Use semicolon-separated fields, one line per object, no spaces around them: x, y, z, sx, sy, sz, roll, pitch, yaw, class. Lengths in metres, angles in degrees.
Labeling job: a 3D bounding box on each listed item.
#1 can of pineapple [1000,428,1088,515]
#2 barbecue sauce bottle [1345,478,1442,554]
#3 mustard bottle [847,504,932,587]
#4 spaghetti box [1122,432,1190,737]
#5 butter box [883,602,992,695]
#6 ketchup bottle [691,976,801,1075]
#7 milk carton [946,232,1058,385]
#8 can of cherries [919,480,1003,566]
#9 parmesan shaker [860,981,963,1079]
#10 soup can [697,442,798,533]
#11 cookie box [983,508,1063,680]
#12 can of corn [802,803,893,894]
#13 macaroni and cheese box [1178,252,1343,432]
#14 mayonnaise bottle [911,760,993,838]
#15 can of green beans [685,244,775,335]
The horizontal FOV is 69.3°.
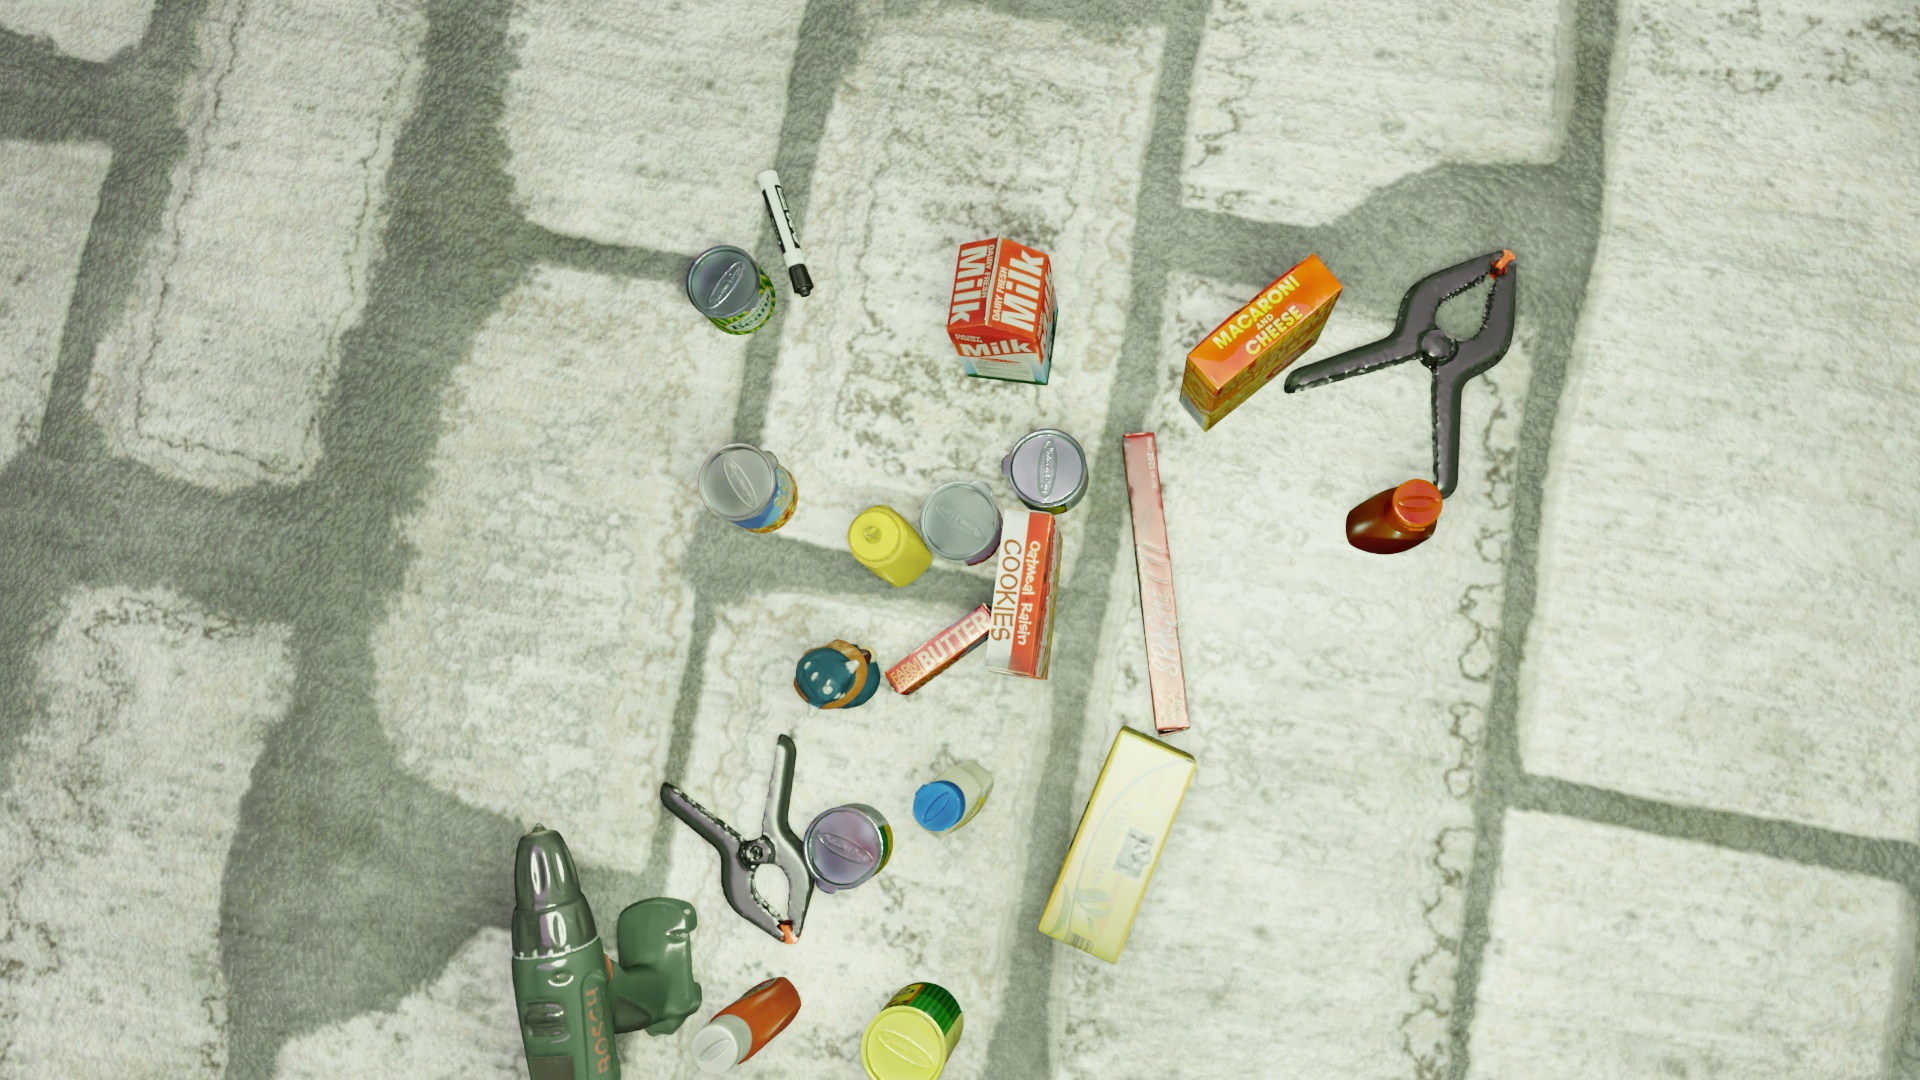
0.073;-0.058;1.171;0.071;0.058;0.071;-1;83;7;can of pineapple
0.343;-0.018;1.087;0.065;0.148;0.043;0;83;7;barbecue sauce bottle
-0.063;0.001;1.128;0.049;0.160;0.065;-41;80;1;mustard bottle
0.161;0.036;1.152;0.029;0.050;0.250;-7;82;6;spaghetti box
-0.013;0.092;1.164;0.103;0.053;0.024;-35;80;1;butter box
-0.171;0.385;1.095;0.065;0.148;0.043;-35;80;2;ketchup bottle
0.035;-0.185;1.126;0.073;0.190;0.072;8;84;8;milk carton
0.004;-0.015;1.174;0.071;0.058;0.071;-1;83;7;can of cherries
-0.038;0.395;1.101;0.071;0.103;0.071;-1;83;7;parmesan shaker
-0.177;-0.045;1.187;0.071;0.083;0.071;-1;83;7;soup can
0.054;0.047;1.104;0.040;0.167;0.123;6;84;8;cookie box
-0.093;0.254;1.149;0.071;0.058;0.071;-1;83;7;can of corn
0.235;-0.154;1.109;0.124;0.166;0.040;-39;80;1;macaroni and cheese box
-0.009;0.207;1.100;0.041;0.148;0.065;41;89;10;mayonnaise bottle
-0.202;-0.220;1.227;0.071;0.058;0.071;-1;83;7;can of green beans
